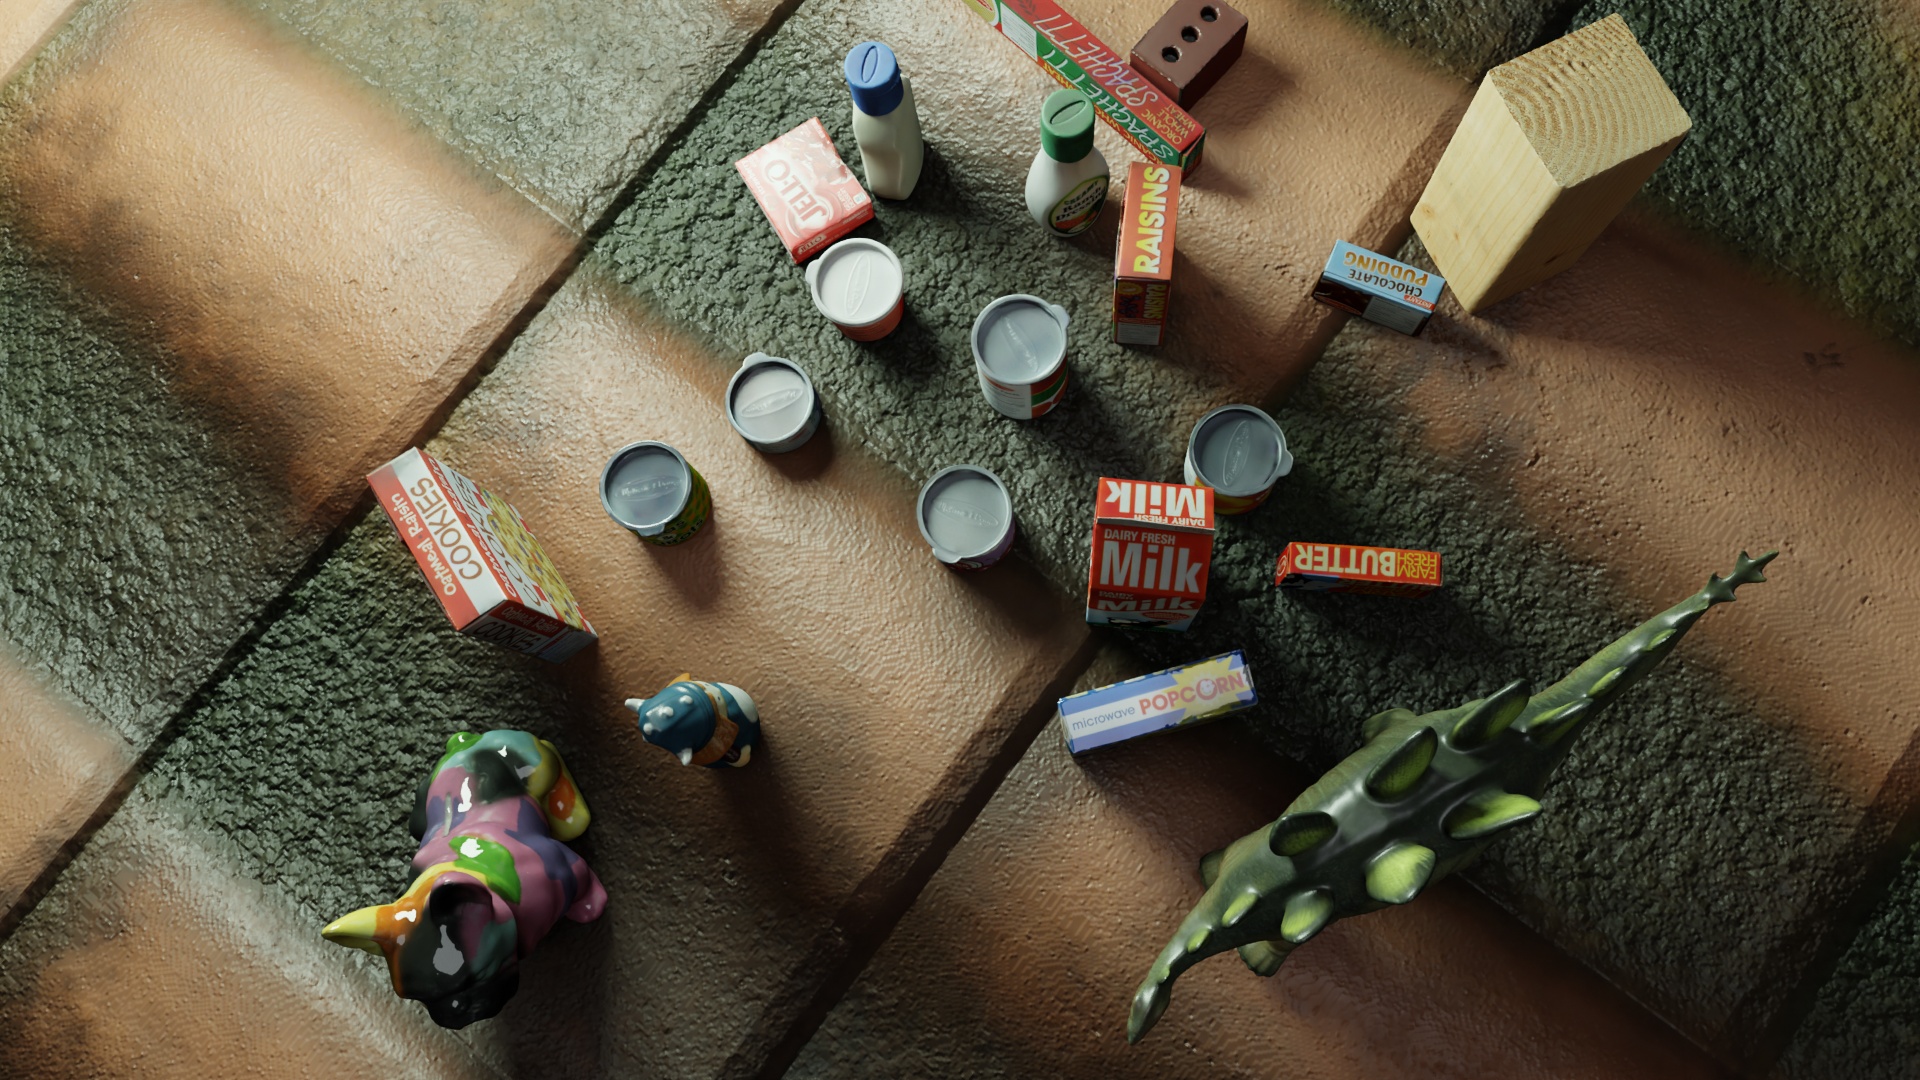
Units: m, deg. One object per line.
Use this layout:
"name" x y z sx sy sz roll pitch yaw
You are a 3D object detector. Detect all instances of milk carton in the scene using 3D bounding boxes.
"milk carton" 0.121 0.009 0.897 0.072 0.190 0.073 5 78 6

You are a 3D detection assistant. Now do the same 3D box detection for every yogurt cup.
"yogurt cup" -0.072 -0.182 1.026 0.072 0.054 0.072 -1 77 4

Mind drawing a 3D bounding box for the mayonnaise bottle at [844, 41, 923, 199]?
"mayonnaise bottle" -0.055 -0.305 1.004 0.041 0.148 0.065 11 79 7

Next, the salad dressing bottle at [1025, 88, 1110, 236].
"salad dressing bottle" 0.076 -0.267 0.985 0.064 0.147 0.044 -32 77 -2

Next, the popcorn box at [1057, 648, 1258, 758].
"popcorn box" 0.129 0.111 0.927 0.127 0.085 0.038 -16 77 1

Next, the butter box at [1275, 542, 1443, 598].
"butter box" 0.272 0.021 0.953 0.103 0.053 0.024 4 78 6

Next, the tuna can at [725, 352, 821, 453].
"tuna can" -0.138 -0.101 1.024 0.071 0.032 0.071 -1 77 4

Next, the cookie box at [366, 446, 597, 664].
"cookie box" -0.321 0.016 0.943 0.040 0.167 0.123 -35 77 -3

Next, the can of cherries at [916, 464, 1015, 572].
"can of cherries" 0.003 -0.012 0.979 0.071 0.058 0.071 -1 77 4

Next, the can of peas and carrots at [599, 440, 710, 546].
"can of peas and carrots" -0.218 -0.031 1.001 0.071 0.058 0.071 -1 77 4

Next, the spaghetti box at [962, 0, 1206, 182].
"spaghetti box" 0.087 -0.367 1.057 0.029 0.050 0.250 -45 78 -5

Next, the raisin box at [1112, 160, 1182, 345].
"raisin box" 0.130 -0.199 0.978 0.040 0.123 0.086 7 78 6

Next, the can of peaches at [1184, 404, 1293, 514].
"can of peaches" 0.194 -0.055 0.974 0.071 0.058 0.071 -1 77 4

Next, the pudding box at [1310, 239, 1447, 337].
"pudding box" 0.299 -0.181 0.998 0.084 0.049 0.030 23 81 9

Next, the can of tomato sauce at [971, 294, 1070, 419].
"can of tomato sauce" 0.045 -0.131 0.990 0.071 0.083 0.071 -1 78 5
